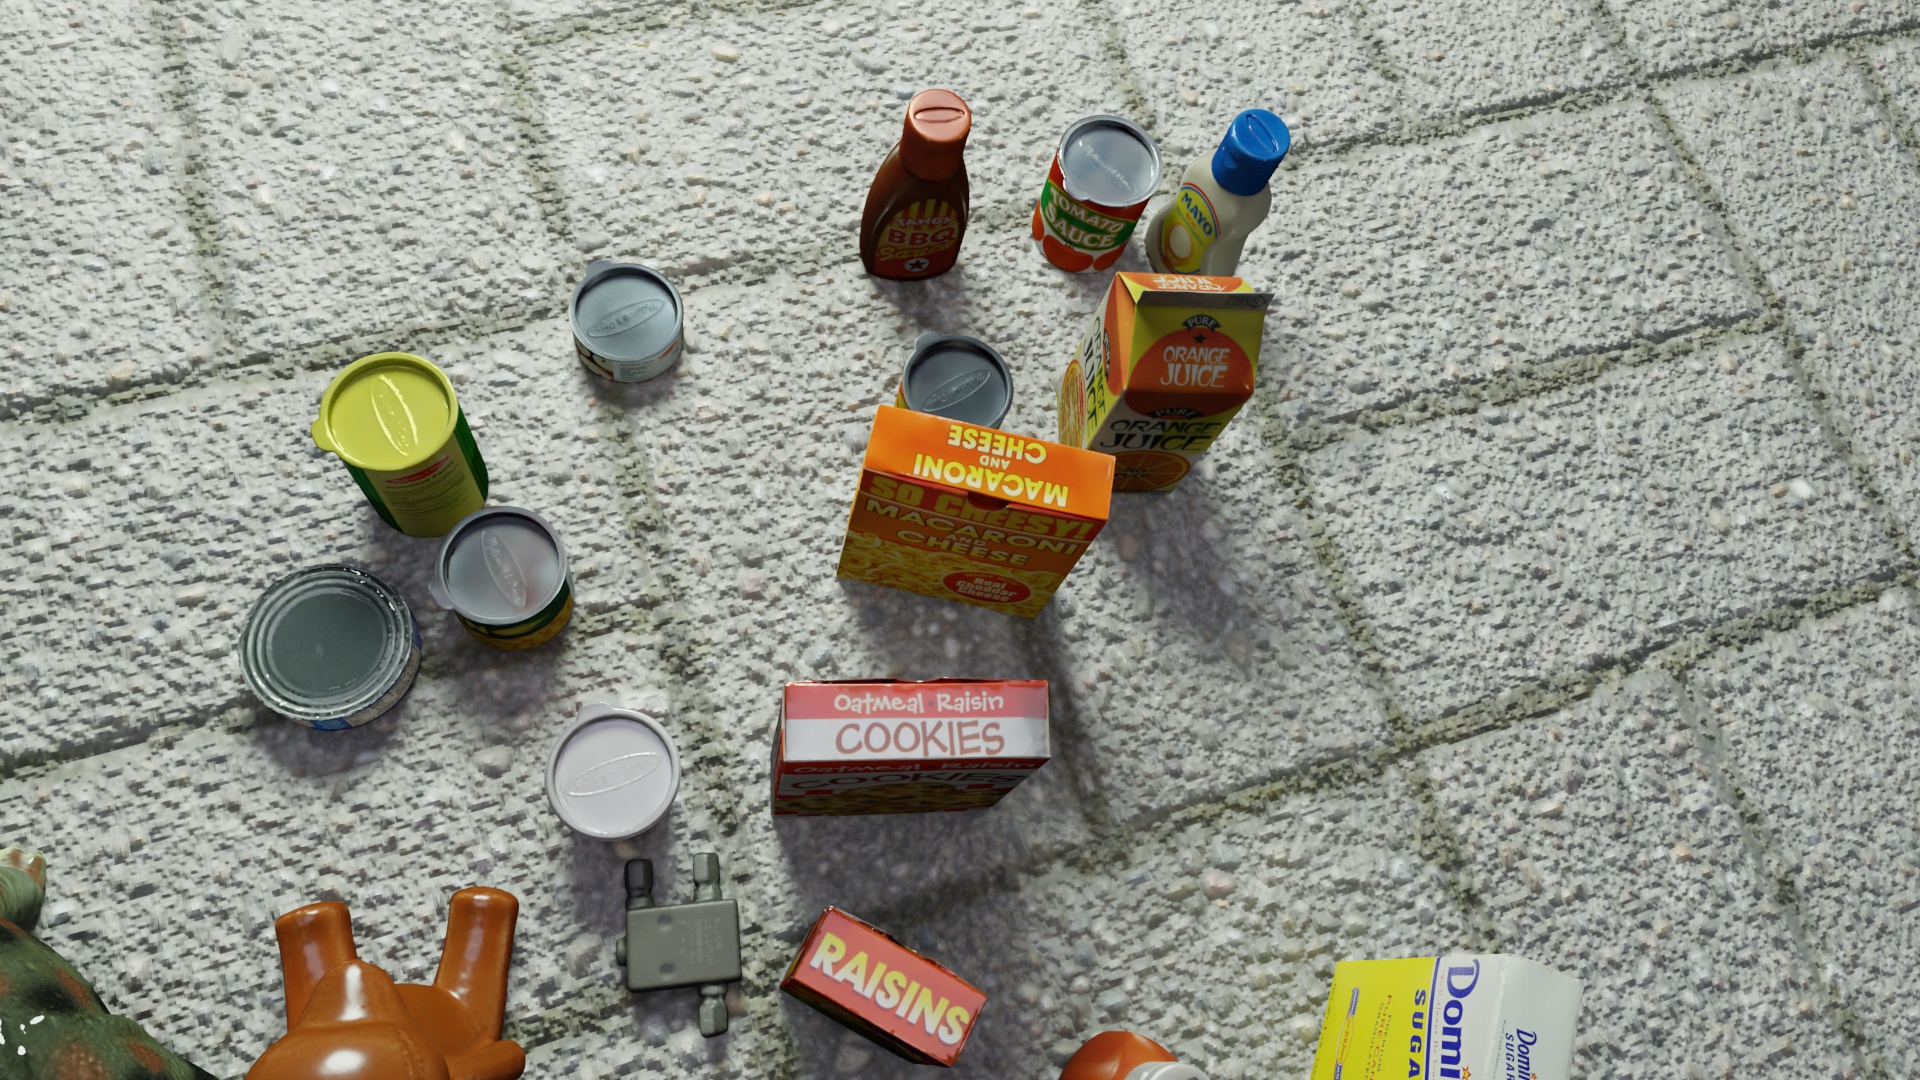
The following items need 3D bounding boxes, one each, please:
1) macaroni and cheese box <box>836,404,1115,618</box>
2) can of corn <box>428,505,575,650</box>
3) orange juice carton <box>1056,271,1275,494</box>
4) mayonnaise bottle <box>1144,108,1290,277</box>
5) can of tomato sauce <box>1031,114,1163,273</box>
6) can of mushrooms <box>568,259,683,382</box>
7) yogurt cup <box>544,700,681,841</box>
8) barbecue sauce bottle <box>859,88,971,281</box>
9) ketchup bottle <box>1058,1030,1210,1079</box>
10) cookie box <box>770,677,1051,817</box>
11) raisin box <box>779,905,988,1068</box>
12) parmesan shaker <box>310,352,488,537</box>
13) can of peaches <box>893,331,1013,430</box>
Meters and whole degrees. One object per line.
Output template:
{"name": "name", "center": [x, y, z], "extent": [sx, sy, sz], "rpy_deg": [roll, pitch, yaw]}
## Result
{"name": "macaroni and cheese box", "center": [0.003, -0.009, 0.750], "extent": [0.124, 0.166, 0.040], "rpy_deg": [12, 69, -5]}
{"name": "can of corn", "center": [-0.247, 0.023, 0.753], "extent": [0.071, 0.058, 0.071], "rpy_deg": [3, 70, -9]}
{"name": "orange juice carton", "center": [0.110, -0.093, 0.786], "extent": [0.072, 0.192, 0.073], "rpy_deg": [1, 70, -9]}
{"name": "mayonnaise bottle", "center": [0.160, -0.208, 0.860], "extent": [0.041, 0.147, 0.065], "rpy_deg": [-28, 77, -18]}
{"name": "can of tomato sauce", "center": [0.084, -0.217, 0.885], "extent": [0.071, 0.082, 0.071], "rpy_deg": [3, 70, -9]}
{"name": "can of mushrooms", "center": [-0.200, -0.132, 0.831], "extent": [0.071, 0.033, 0.071], "rpy_deg": [3, 70, -9]}
{"name": "yogurt cup", "center": [-0.181, 0.126, 0.729], "extent": [0.072, 0.053, 0.072], "rpy_deg": [3, 70, -9]}
{"name": "barbecue sauce bottle", "center": [-0.023, -0.210, 0.829], "extent": [0.065, 0.148, 0.044], "rpy_deg": [-6, 72, -12]}
{"name": "ketchup bottle", "center": [0.083, 0.270, 0.671], "extent": [0.043, 0.148, 0.065], "rpy_deg": [32, 69, 3]}
{"name": "cookie box", "center": [-0.032, 0.107, 0.701], "extent": [0.123, 0.166, 0.040], "rpy_deg": [0, 71, -10]}
{"name": "raisin box", "center": [-0.041, 0.220, 0.681], "extent": [0.086, 0.123, 0.040], "rpy_deg": [30, 68, 2]}
{"name": "parmesan shaker", "center": [-0.298, -0.048, 0.746], "extent": [0.071, 0.102, 0.071], "rpy_deg": [3, 70, -9]}
{"name": "can of peaches", "center": [-0.007, -0.083, 0.834], "extent": [0.071, 0.058, 0.071], "rpy_deg": [3, 70, -9]}
